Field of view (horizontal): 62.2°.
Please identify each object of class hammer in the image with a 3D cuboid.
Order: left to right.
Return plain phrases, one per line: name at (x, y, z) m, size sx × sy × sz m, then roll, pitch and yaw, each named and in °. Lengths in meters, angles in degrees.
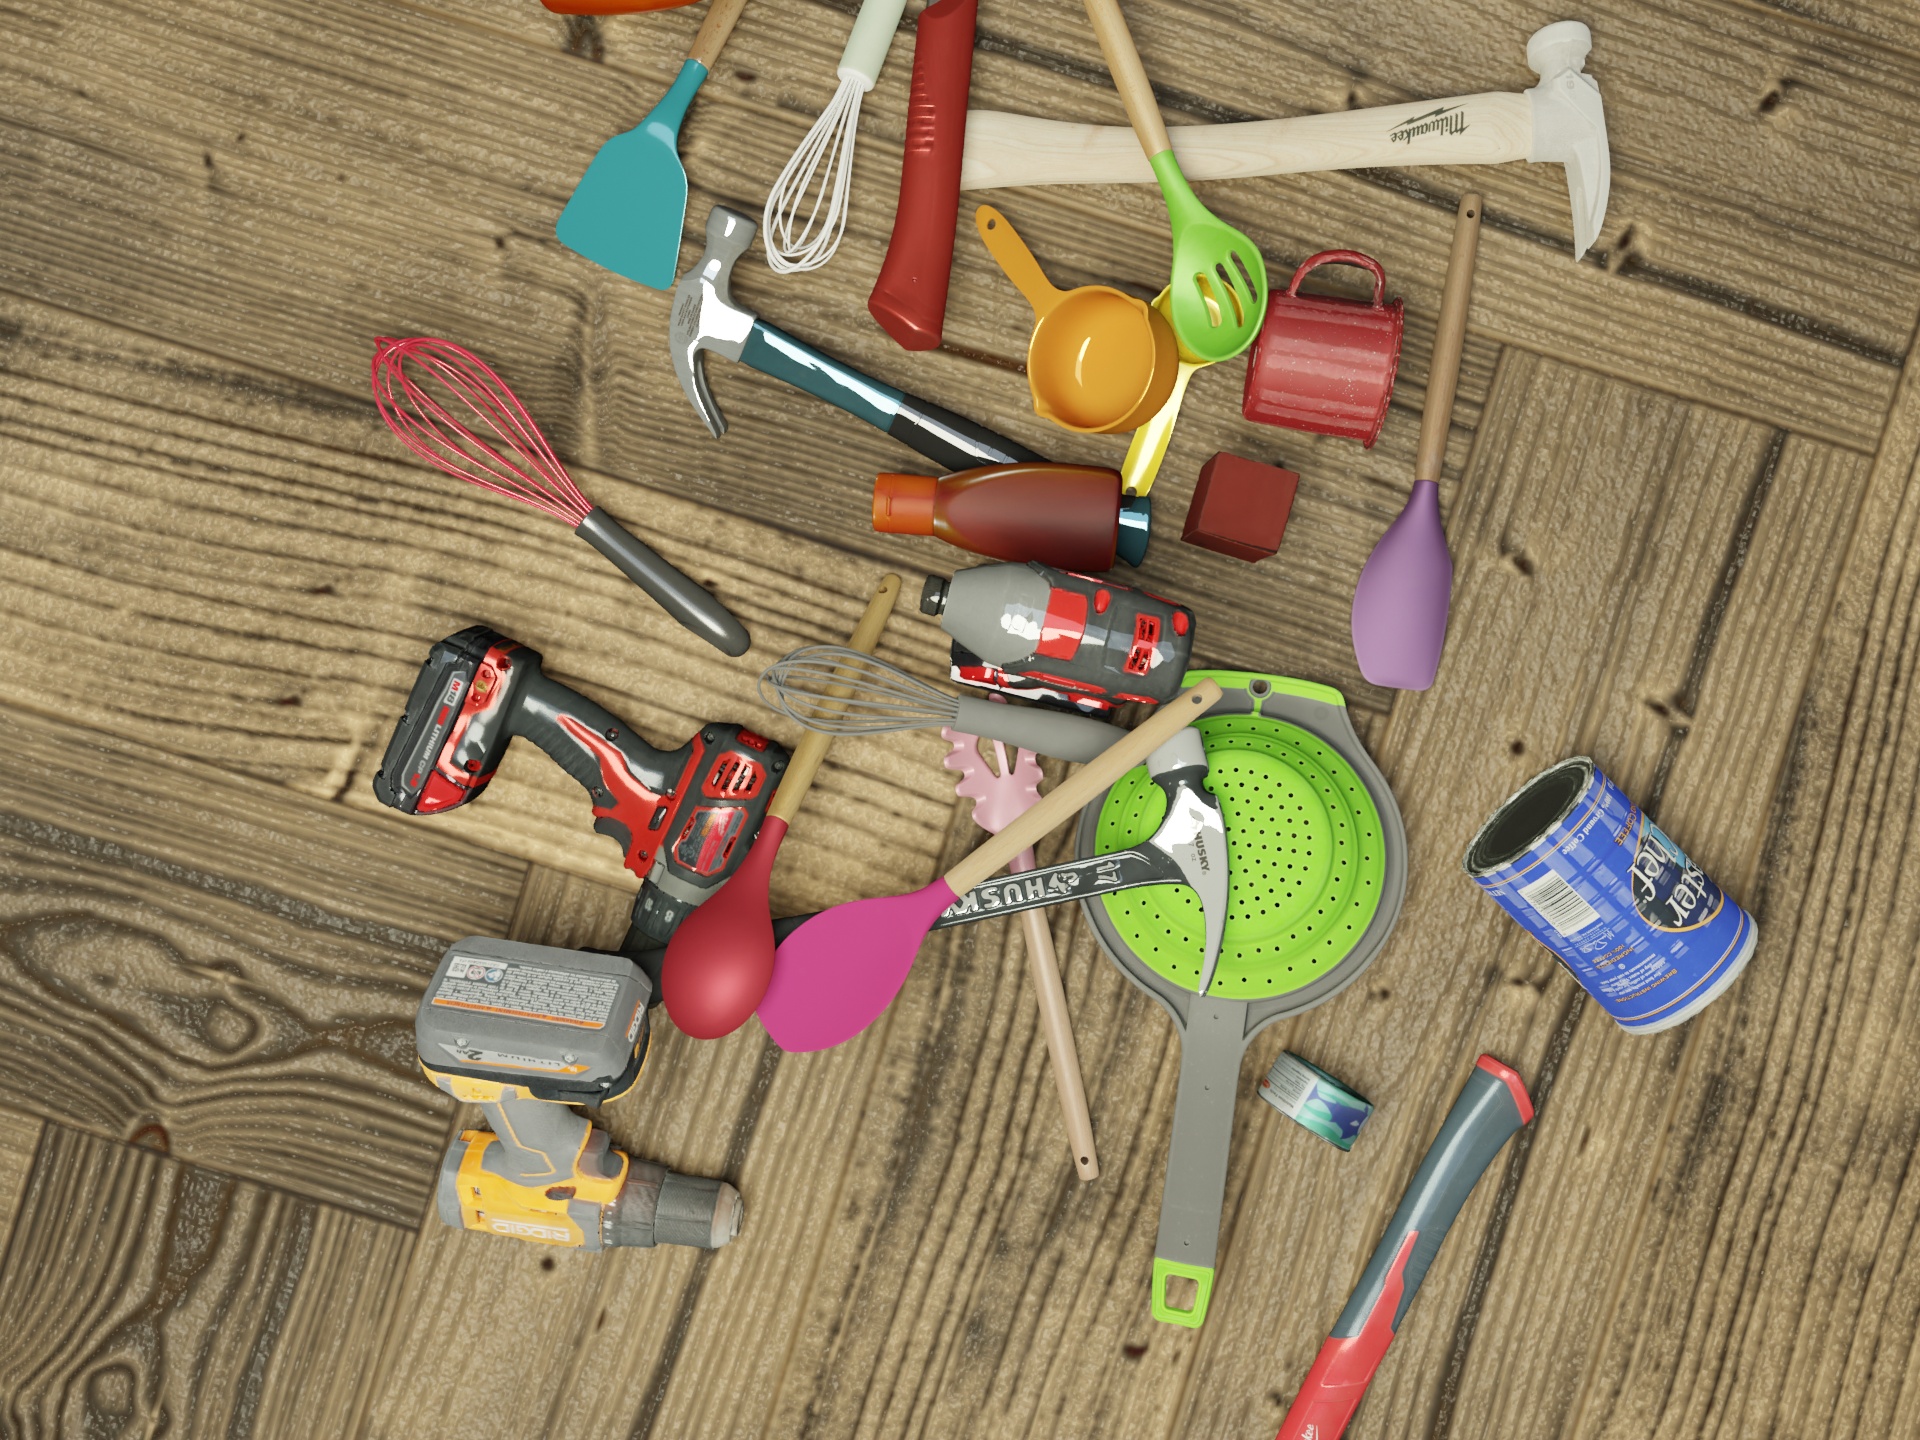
hammer at (-0.044, 0.121, 0.921) m, size 0.409 × 0.036 × 0.149 m, roll -14°, pitch 77°, yaw 10°
hammer at (-0.027, -0.186, 0.988) m, size 0.331 × 0.033 × 0.128 m, roll 26°, pitch 111°, yaw -5°
hammer at (-0.001, -0.400, 0.965) m, size 0.149 × 0.036 × 0.359 m, roll 6°, pitch 82°, yaw -10°
hammer at (0.192, -0.349, 0.991) m, size 0.410 × 0.038 × 0.146 m, roll -3°, pitch 80°, yaw 2°
hammer at (0.241, 0.381, 1.007) m, size 0.143 × 0.038 × 0.386 m, roll 27°, pitch 91°, yaw 1°

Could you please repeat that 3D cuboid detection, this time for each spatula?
spatula at (-0.155, -0.432, 1.005) m, size 0.082 × 0.044 × 0.317 m, roll 26°, pitch 86°, yaw 0°
spatula at (0.298, -0.177, 1.010) m, size 0.060 × 0.018 × 0.316 m, roll 10°, pitch 91°, yaw 9°

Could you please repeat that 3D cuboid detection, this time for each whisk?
whisk at (-0.248, -0.138, 0.990) m, size 0.296 × 0.073 × 0.073 m, roll 40°, pitch 90°, yaw -6°
whisk at (-0.069, -0.394, 0.996) m, size 0.057 × 0.059 × 0.246 m, roll 23°, pitch 85°, yaw -44°
whisk at (-0.002, -0.002, 0.942) m, size 0.239 × 0.055 × 0.055 m, roll 12°, pitch 91°, yaw -8°

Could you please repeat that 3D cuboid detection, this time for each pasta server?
pasta server at (0.048, 0.138, 1.004) m, size 0.060 × 0.040 × 0.316 m, roll -12°, pitch 92°, yaw 12°

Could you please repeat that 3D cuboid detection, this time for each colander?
colander at (0.152, 0.158, 0.938) m, size 0.204 × 0.094 × 0.397 m, roll 7°, pitch 81°, yaw 13°

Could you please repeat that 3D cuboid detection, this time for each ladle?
ladle at (-0.097, 0.039, 0.943) m, size 0.069 × 0.031 × 0.316 m, roll 11°, pitch 61°, yaw 22°

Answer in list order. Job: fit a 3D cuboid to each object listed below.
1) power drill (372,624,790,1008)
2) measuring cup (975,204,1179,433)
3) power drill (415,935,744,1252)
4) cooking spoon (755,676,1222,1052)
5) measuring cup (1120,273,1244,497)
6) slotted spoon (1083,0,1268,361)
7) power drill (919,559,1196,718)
power drill at (-0.238, 0.059, 0.984) m, size 0.226 × 0.080 × 0.188 m, roll 25°, pitch 97°, yaw -5°
measuring cup at (0.069, -0.254, 0.992) m, size 0.095 × 0.052 × 0.174 m, roll -43°, pitch 71°, yaw 29°
power drill at (-0.220, 0.237, 0.937) m, size 0.185 × 0.084 × 0.226 m, roll 8°, pitch 130°, yaw 2°
cooking spoon at (0.016, 0.078, 0.887) m, size 0.319 × 0.017 × 0.069 m, roll -38°, pitch 75°, yaw 5°
measuring cup at (0.132, -0.206, 1.011) m, size 0.062 × 0.029 × 0.156 m, roll 22°, pitch 102°, yaw 3°
slotted spoon at (0.113, -0.364, 0.955) m, size 0.070 × 0.031 × 0.314 m, roll -23°, pitch 87°, yaw 44°
power drill at (0.048, -0.050, 0.910) m, size 0.143 × 0.219 × 0.078 m, roll 14°, pitch 90°, yaw -1°
